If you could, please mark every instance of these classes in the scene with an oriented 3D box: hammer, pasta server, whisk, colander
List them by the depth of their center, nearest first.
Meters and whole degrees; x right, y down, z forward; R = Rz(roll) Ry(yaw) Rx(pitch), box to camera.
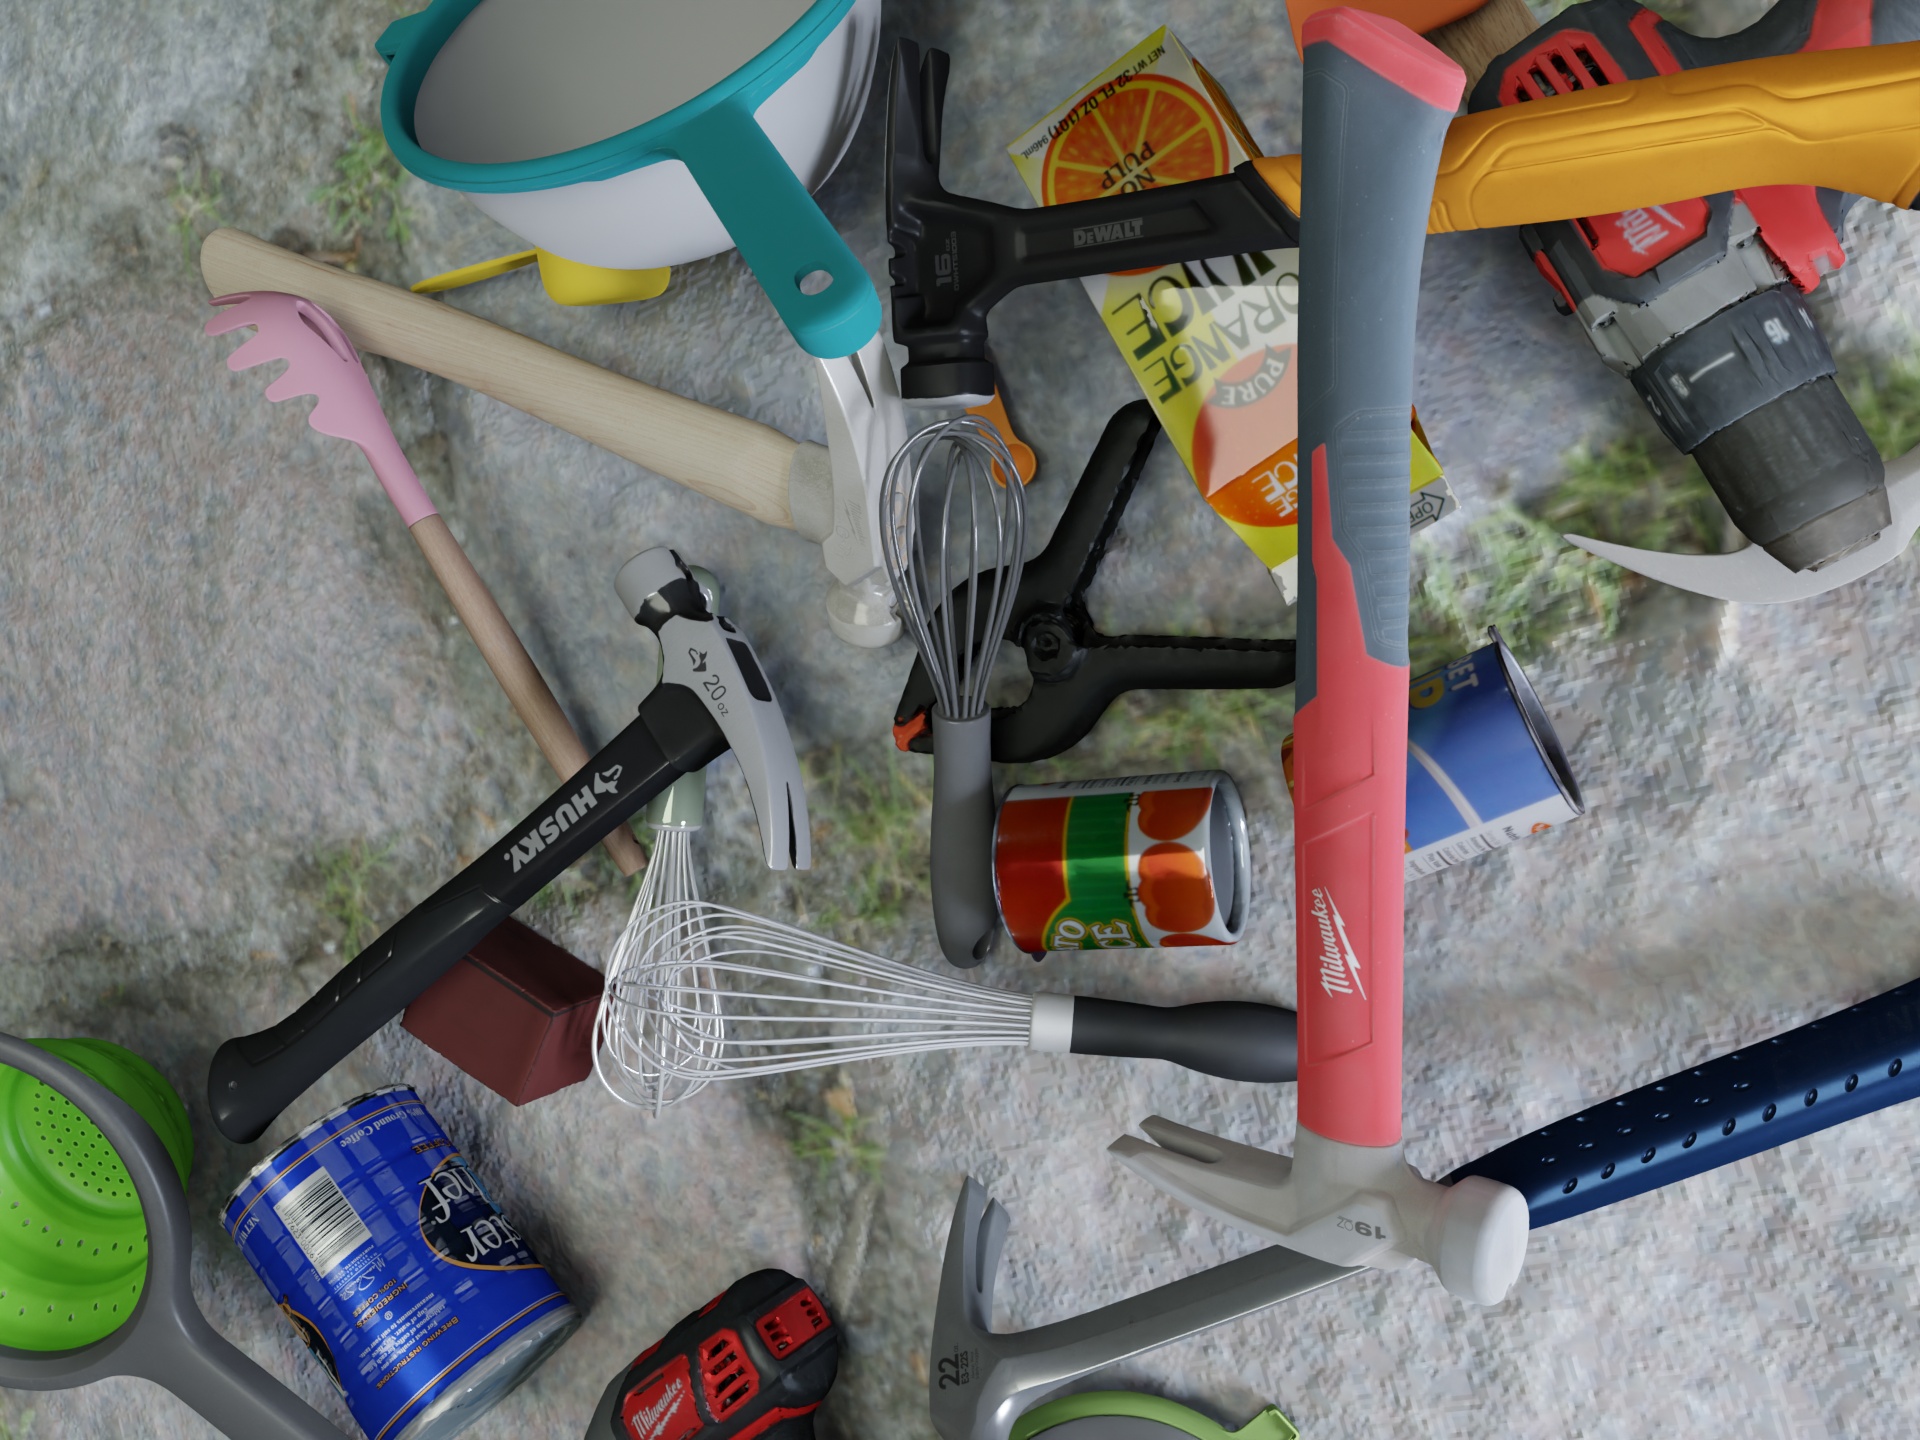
[{"bbox_3d":[0.123,-0.171,0.490,0.337,0.034,0.127,2,99,31],"label":"hammer"},{"bbox_3d":[0.108,-0.012,0.499,0.143,0.038,0.386,8,108,38],"label":"hammer"},{"bbox_3d":[0.209,-0.187,0.547,0.130,0.031,0.331,-33,79,21],"label":"hammer"},{"bbox_3d":[0.165,0.169,0.560,0.405,0.035,0.144,-26,39,16],"label":"hammer"},{"bbox_3d":[-0.001,-0.001,0.606,0.055,0.055,0.238,12,122,23],"label":"whisk"},{"bbox_3d":[0.003,0.112,0.611,0.284,0.070,0.070,5,95,3],"label":"whisk"},{"bbox_3d":[-0.209,0.084,0.692,0.334,0.035,0.146,-39,73,14],"label":"hammer"},{"bbox_3d":[-0.195,-0.160,0.693,0.411,0.038,0.146,24,142,25],"label":"hammer"},{"bbox_3d":[-0.128,0.054,0.706,0.057,0.059,0.246,4,91,-13],"label":"whisk"},{"bbox_3d":[-0.235,-0.063,0.722,0.040,0.060,0.316,-30,94,14],"label":"pasta server"},{"bbox_3d":[-0.411,0.285,0.829,0.397,0.094,0.204,39,108,-2],"label":"colander"}]

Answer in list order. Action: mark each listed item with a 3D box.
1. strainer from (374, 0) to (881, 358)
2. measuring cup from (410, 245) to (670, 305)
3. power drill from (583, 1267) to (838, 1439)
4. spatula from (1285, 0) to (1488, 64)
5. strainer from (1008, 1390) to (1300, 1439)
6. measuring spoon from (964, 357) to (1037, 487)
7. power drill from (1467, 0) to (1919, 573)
[{"bbox_3d":[-0.088,-0.207,0.591,0.211,0.095,0.341,-30,51,0],"label":"strainer"},{"bbox_3d":[-0.195,-0.196,0.721,0.156,0.062,0.029,-1,103,35],"label":"measuring cup"},{"bbox_3d":[-0.075,0.363,0.683,0.143,0.078,0.220,-41,74,20],"label":"power drill"},{"bbox_3d":[0.261,-0.275,0.493,0.322,0.041,0.081,-7,107,15],"label":"spatula"},{"bbox_3d":[0.007,0.329,0.590,0.256,0.069,0.151,4,77,3],"label":"strainer"},{"bbox_3d":[0.003,-0.146,0.654,0.021,0.011,0.117,-30,78,23],"label":"measuring spoon"},{"bbox_3d":[0.286,-0.169,0.458,0.226,0.080,0.188,-31,80,24],"label":"power drill"}]
